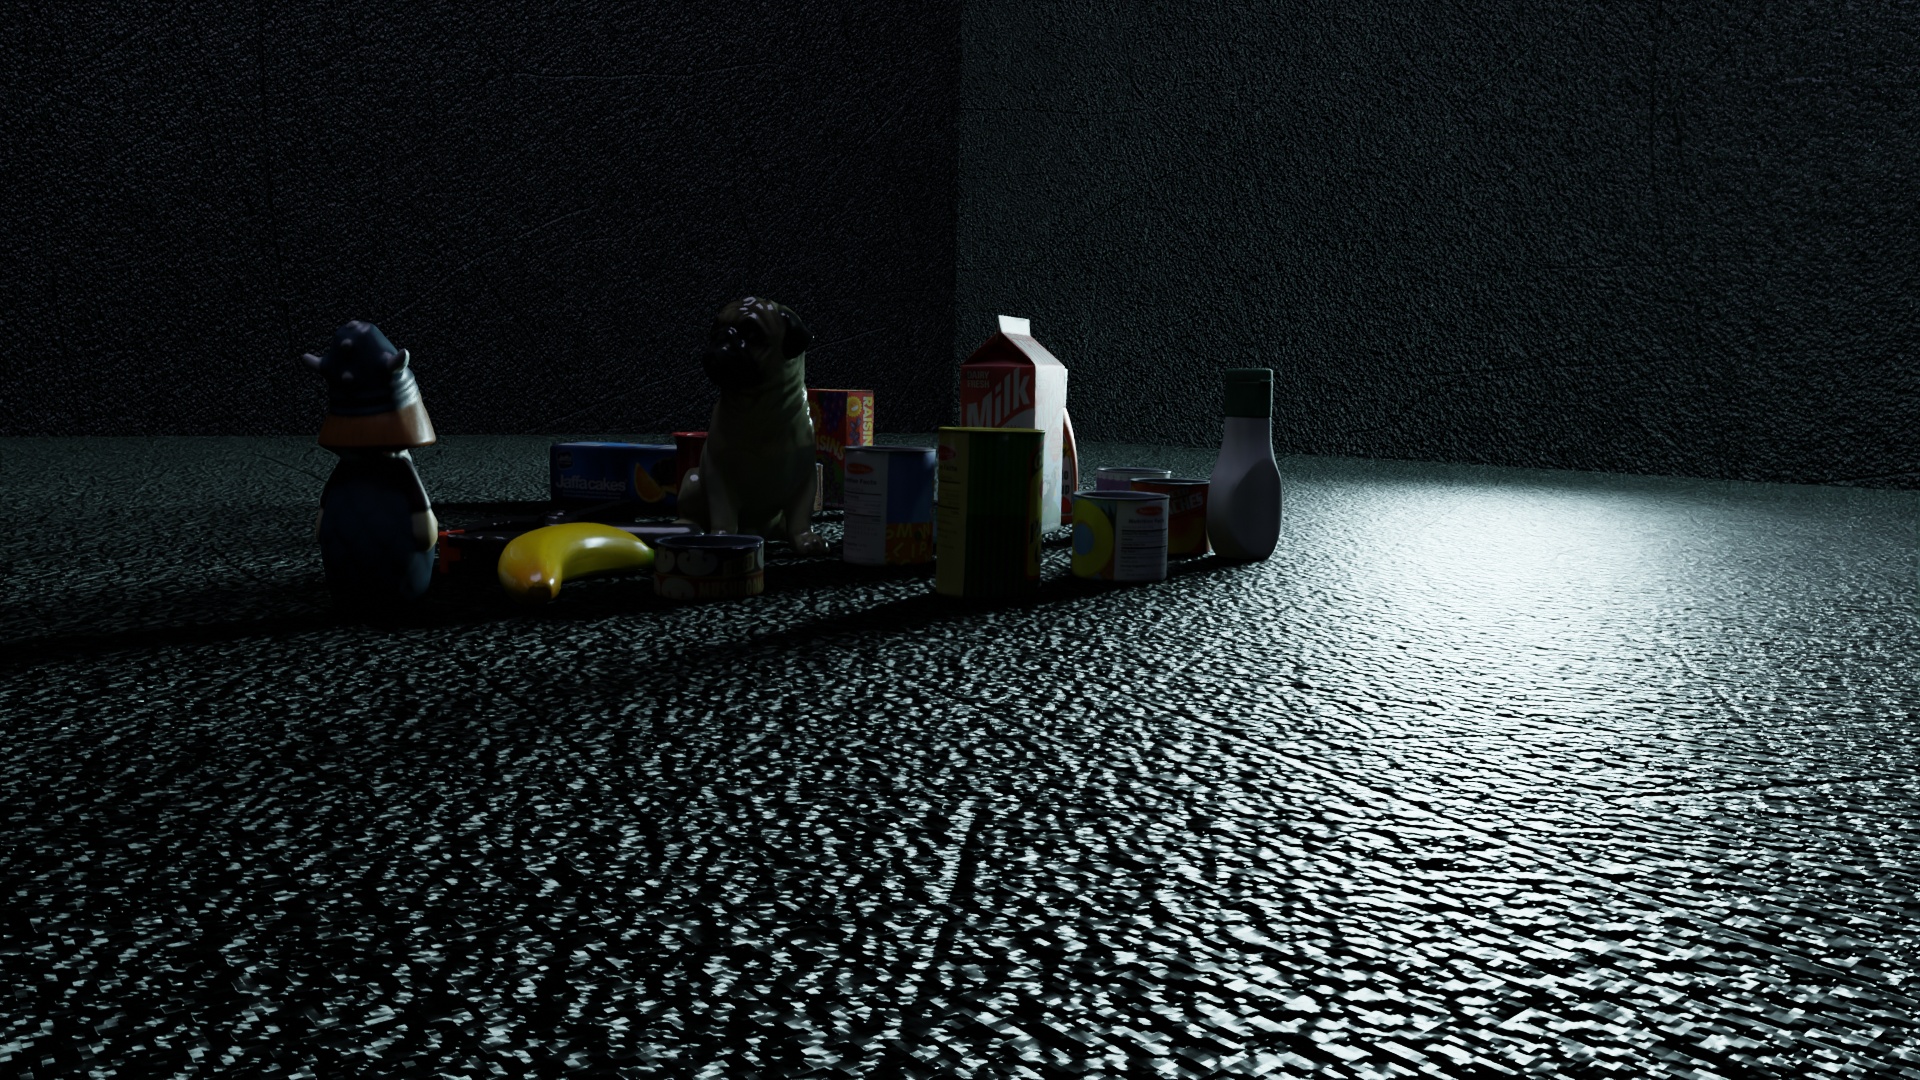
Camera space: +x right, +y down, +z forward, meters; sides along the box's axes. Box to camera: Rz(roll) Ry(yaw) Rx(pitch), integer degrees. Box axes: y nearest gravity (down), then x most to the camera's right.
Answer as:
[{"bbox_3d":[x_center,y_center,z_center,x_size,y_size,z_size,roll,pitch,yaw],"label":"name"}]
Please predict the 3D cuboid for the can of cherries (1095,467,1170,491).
[{"bbox_3d":[0.153,-0.035,1.252,0.071,0.058,0.071,1,6,0],"label":"can of cherries"}]

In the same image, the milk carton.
[{"bbox_3d":[0.046,-0.102,1.233,0.073,0.190,0.072,4,6,24],"label":"milk carton"}]

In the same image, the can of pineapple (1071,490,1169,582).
[{"bbox_3d":[0.109,-0.004,0.956,0.071,0.057,0.071,1,6,0],"label":"can of pineapple"}]

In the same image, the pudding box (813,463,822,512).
[{"bbox_3d":[-0.177,-0.056,1.409,0.083,0.049,0.030,7,8,44],"label":"pudding box"}]

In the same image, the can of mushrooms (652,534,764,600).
[{"bbox_3d":[-0.150,0.016,0.837,0.071,0.033,0.071,1,6,0],"label":"can of mushrooms"}]

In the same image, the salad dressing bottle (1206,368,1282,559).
[{"bbox_3d":[0.224,-0.061,1.089,0.064,0.147,0.044,-2,7,-32],"label":"salad dressing bottle"}]

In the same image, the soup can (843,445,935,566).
[{"bbox_3d":[-0.050,-0.026,1.008,0.071,0.083,0.071,1,6,0],"label":"soup can"}]

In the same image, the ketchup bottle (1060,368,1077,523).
[{"bbox_3d":[0.081,-0.091,1.328,0.065,0.148,0.043,0,6,-14],"label":"ketchup bottle"}]

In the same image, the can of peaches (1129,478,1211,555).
[{"bbox_3d":[0.168,-0.019,1.112,0.071,0.058,0.071,1,6,0],"label":"can of peaches"}]

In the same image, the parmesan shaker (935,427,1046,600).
[{"bbox_3d":[0.018,-0.018,0.860,0.071,0.103,0.071,1,6,0],"label":"parmesan shaker"}]

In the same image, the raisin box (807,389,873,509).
[{"bbox_3d":[-0.133,-0.097,1.459,0.040,0.123,0.086,-4,8,-44],"label":"raisin box"}]

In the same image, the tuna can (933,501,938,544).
[{"bbox_3d":[0.004,-0.014,1.147,0.071,0.032,0.071,1,6,0],"label":"tuna can"}]
